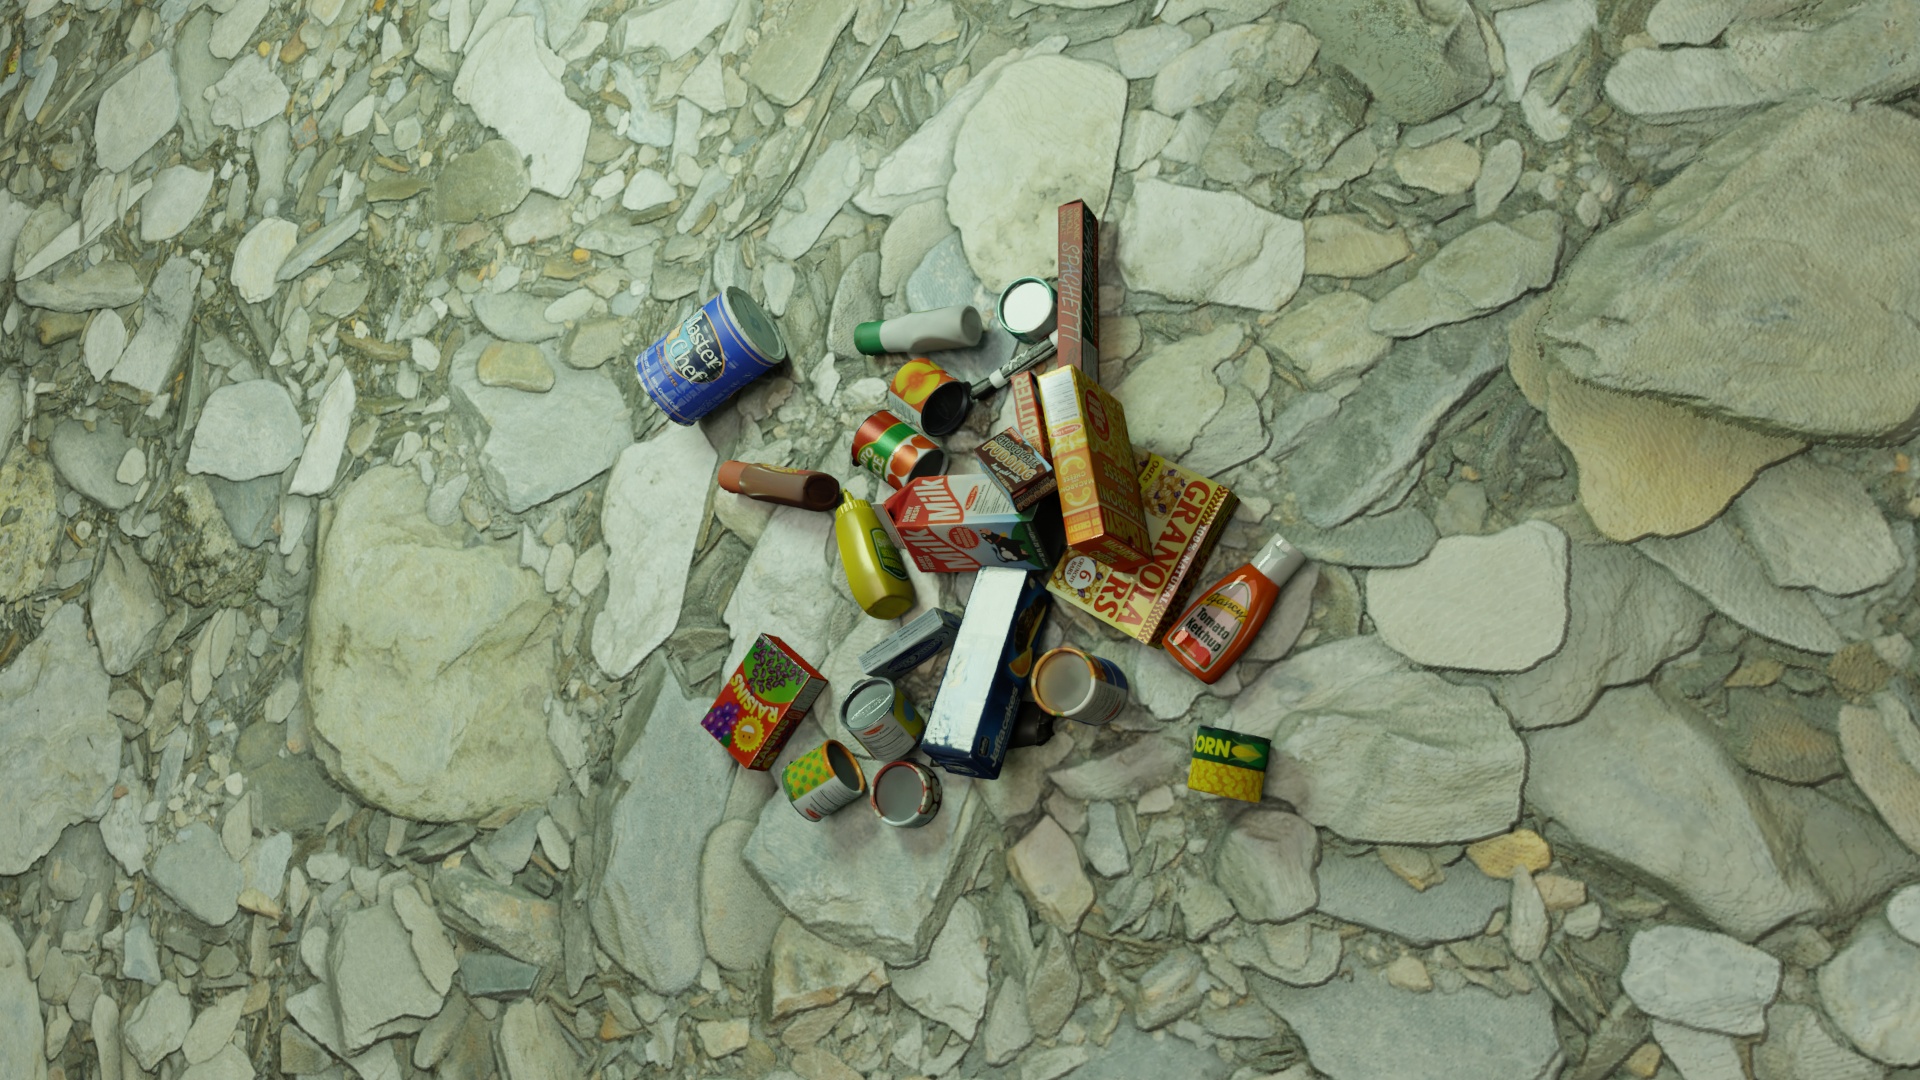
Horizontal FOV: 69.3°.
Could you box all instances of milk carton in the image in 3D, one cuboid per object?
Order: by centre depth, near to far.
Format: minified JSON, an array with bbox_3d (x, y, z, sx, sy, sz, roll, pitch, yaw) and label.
[{"bbox_3d":[0.005,-0.018,1.400,0.190,0.072,0.074,-2,46,26],"label":"milk carton"}]

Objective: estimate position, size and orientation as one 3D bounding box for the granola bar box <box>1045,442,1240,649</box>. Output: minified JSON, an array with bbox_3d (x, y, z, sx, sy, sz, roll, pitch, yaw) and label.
[{"bbox_3d":[0.175,0.004,1.340,0.124,0.039,0.165,29,91,31],"label":"granola bar box"}]

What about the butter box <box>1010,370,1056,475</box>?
[{"bbox_3d":[0.079,-0.116,1.411,0.024,0.053,0.104,-17,70,25],"label":"butter box"}]

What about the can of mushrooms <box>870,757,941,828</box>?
[{"bbox_3d":[-0.056,0.253,1.398,0.071,0.033,0.071,-7,75,26],"label":"can of mushrooms"}]

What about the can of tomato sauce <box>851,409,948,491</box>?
[{"bbox_3d":[-0.065,-0.089,1.470,0.083,0.071,0.071,35,95,29],"label":"can of tomato sauce"}]

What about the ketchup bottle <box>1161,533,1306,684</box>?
[{"bbox_3d":[0.256,0.060,1.282,0.148,0.043,0.065,-49,61,7],"label":"ketchup bottle"}]

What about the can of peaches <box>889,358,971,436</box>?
[{"bbox_3d":[-0.032,-0.153,1.468,0.058,0.071,0.071,38,96,36],"label":"can of peaches"}]

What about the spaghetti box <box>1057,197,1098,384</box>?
[{"bbox_3d":[0.121,-0.225,1.419,0.028,0.050,0.250,-6,75,25],"label":"spaghetti box"}]

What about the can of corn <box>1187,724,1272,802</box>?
[{"bbox_3d":[0.238,0.199,1.240,0.071,0.071,0.058,8,82,29],"label":"can of corn"}]

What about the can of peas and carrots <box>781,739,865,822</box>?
[{"bbox_3d":[-0.141,0.244,1.426,0.058,0.071,0.071,-34,65,16],"label":"can of peas and carrots"}]

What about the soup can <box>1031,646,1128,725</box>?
[{"bbox_3d":[0.111,0.136,1.313,0.071,0.083,0.071,-7,74,26],"label":"soup can"}]

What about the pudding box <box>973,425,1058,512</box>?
[{"bbox_3d":[0.054,-0.070,1.345,0.050,0.030,0.084,-31,44,-6],"label":"pudding box"}]

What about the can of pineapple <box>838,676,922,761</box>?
[{"bbox_3d":[-0.080,0.179,1.403,0.071,0.057,0.071,-22,38,19],"label":"can of pineapple"}]

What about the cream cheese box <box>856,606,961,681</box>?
[{"bbox_3d":[-0.050,0.108,1.420,0.103,0.053,0.024,-34,63,16],"label":"cream cheese box"}]

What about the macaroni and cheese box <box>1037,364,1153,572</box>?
[{"bbox_3d":[0.127,-0.065,1.288,0.040,0.123,0.167,-18,69,24],"label":"macaroni and cheese box"}]

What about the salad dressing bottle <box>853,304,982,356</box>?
[{"bbox_3d":[-0.048,-0.225,1.502,0.147,0.064,0.044,-1,86,35],"label":"salad dressing bottle"}]

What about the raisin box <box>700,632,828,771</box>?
[{"bbox_3d":[-0.212,0.174,1.495,0.086,0.040,0.123,36,94,29],"label":"raisin box"}]

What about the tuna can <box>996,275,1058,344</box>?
[{"bbox_3d":[0.072,-0.244,1.459,0.071,0.033,0.071,-7,75,25],"label":"tuna can"}]

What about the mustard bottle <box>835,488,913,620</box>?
[{"bbox_3d":[-0.100,0.006,1.467,0.048,0.065,0.161,-34,61,21],"label":"mustard bottle"}]

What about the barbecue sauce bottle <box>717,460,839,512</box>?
[{"bbox_3d":[-0.207,-0.063,1.542,0.148,0.065,0.043,11,91,38],"label":"barbecue sauce bottle"}]
